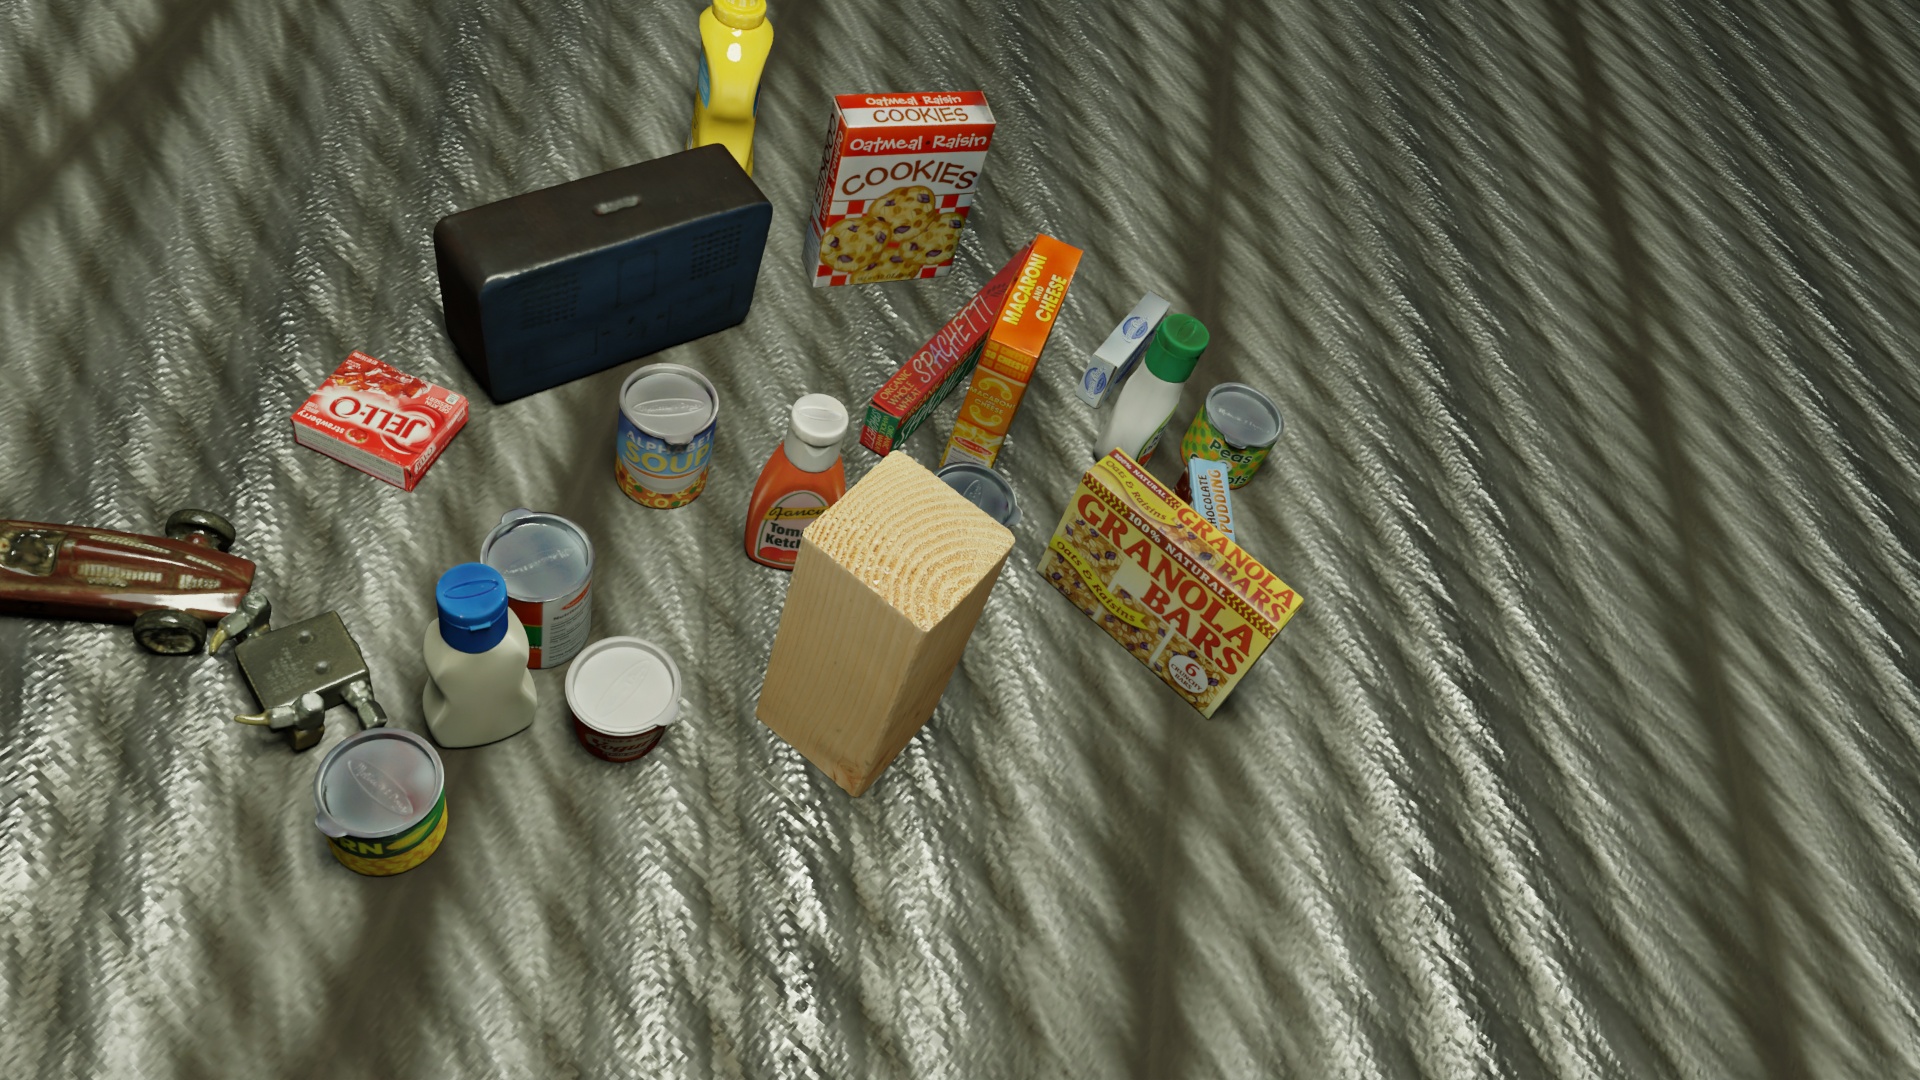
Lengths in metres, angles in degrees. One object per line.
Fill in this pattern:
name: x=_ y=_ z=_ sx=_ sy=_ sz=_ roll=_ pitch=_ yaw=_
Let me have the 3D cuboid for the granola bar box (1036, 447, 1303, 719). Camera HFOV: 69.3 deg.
granola bar box: x=0.142 y=0.030 z=0.968 sx=0.166 sy=0.123 sz=0.039 roll=41 pitch=54 yaw=15

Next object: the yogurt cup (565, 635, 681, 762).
yogurt cup: x=-0.208 y=0.101 z=0.855 sx=0.072 sy=0.053 sz=0.073 roll=8 pitch=53 yaw=-11

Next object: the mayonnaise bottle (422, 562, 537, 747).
mayonnaise bottle: x=-0.278 y=0.068 z=0.799 sx=0.065 sy=0.147 sz=0.041 roll=-13 pitch=60 yaw=-25

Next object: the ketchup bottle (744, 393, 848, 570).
ketchup bottle: x=-0.105 y=-0.038 z=0.928 sx=0.065 sy=0.148 sz=0.044 roll=5 pitch=54 yaw=-13

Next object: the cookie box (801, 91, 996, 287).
cookie box: x=-0.053 y=-0.280 z=1.112 sx=0.123 sy=0.166 sz=0.040 roll=-9 pitch=58 yaw=-23

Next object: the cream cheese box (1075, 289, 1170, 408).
cream cheese box: x=0.135 y=-0.159 z=1.151 sx=0.024 sy=0.053 sz=0.104 roll=33 pitch=52 yaw=9

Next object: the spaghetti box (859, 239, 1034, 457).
spaghetti box: x=0.001 y=-0.157 z=1.112 sx=0.029 sy=0.050 sz=0.251 roll=33 pitch=52 yaw=9

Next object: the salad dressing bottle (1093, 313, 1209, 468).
salad dressing bottle: x=0.145 y=-0.109 z=1.057 sx=0.044 sy=0.146 sz=0.064 roll=33 pitch=52 yaw=8

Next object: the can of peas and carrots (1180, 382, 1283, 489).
can of peas and carrots: x=0.217 y=-0.082 z=1.115 sx=0.071 sy=0.058 sz=0.071 roll=8 pitch=53 yaw=-11

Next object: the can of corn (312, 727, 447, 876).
can of corn: x=-0.326 y=0.150 z=0.781 sx=0.071 sy=0.058 sz=0.071 roll=8 pitch=53 yaw=-11

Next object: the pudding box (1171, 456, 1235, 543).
pudding box: x=0.185 y=-0.016 z=1.063 sx=0.030 sy=0.049 sz=0.084 roll=9 pitch=53 yaw=-10

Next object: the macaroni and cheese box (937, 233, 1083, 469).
macaroni and cheese box: x=0.033 y=-0.125 z=1.023 sx=0.040 sy=0.165 sz=0.124 roll=23 pitch=51 yaw=1

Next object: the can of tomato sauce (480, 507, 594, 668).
can of tomato sauce: x=-0.266 y=0.031 z=0.871 sx=0.071 sy=0.082 sz=0.071 roll=8 pitch=53 yaw=-11

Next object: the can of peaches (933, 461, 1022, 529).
can of peaches: x=0.004 y=-0.013 z=1.000 sx=0.071 sy=0.057 sz=0.071 roll=8 pitch=53 yaw=-11

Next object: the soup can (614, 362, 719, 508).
soup can: x=-0.204 y=-0.069 z=0.963 sx=0.071 sy=0.083 sz=0.072 roll=8 pitch=53 yaw=-11
